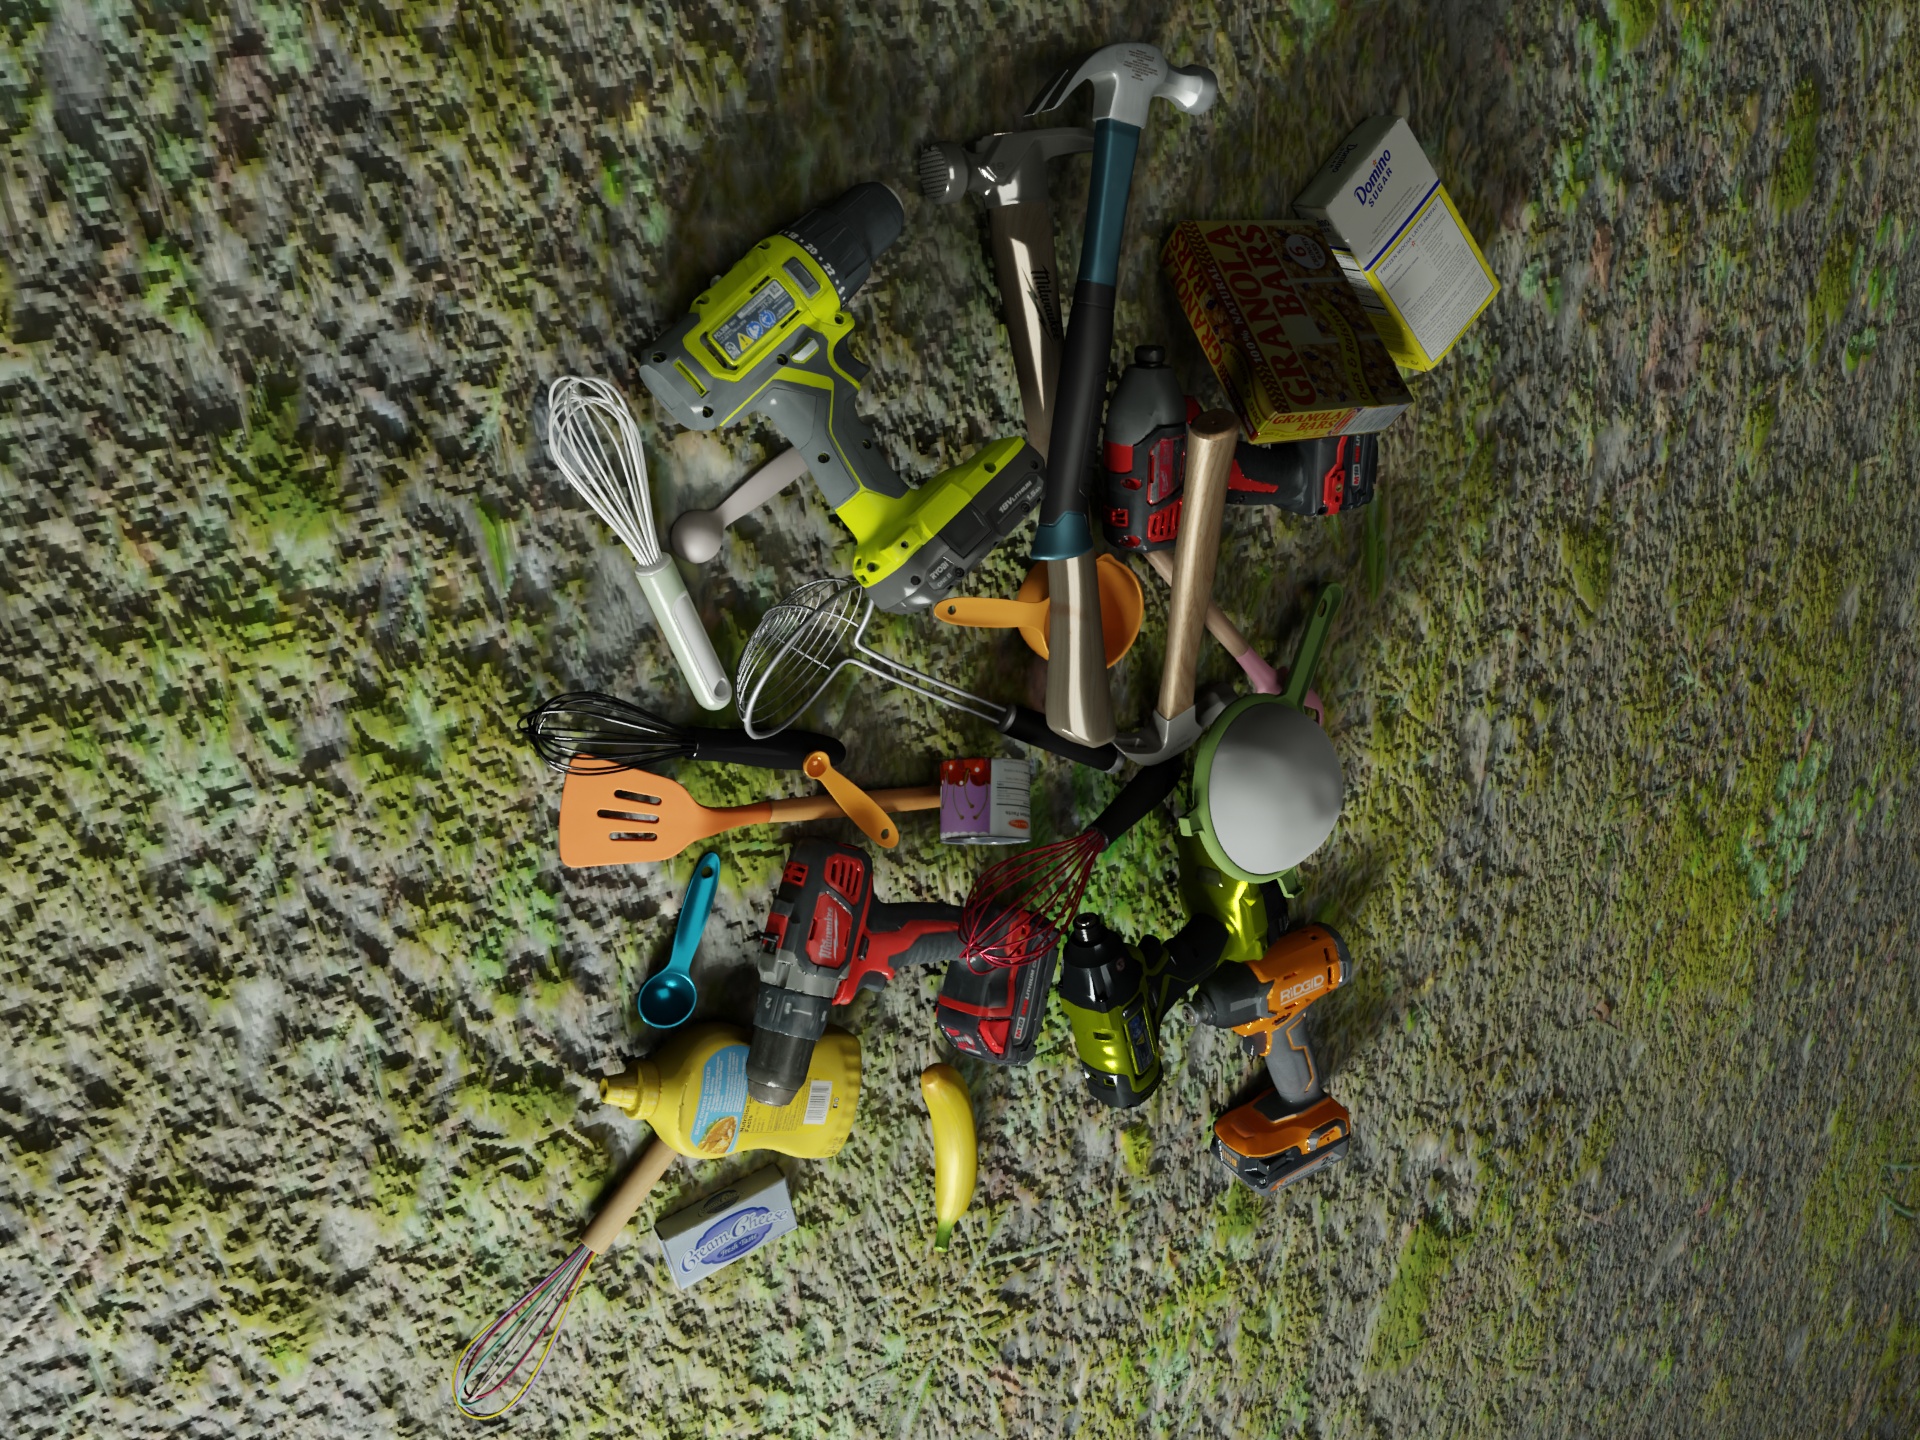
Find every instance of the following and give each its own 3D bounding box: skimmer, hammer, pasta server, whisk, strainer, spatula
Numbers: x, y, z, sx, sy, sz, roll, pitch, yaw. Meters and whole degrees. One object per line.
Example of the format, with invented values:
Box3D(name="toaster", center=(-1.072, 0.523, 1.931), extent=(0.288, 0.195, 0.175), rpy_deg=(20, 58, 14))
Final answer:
Box3D(name="skimmer", center=(-0.002, -0.004, 1.114), extent=(0.363, 0.090, 0.127), rpy_deg=(21, 111, -37))
Box3D(name="hammer", center=(0.162, -0.084, 1.140), extent=(0.130, 0.031, 0.331), rpy_deg=(-31, 146, -23))
Box3D(name="pasta server", center=(0.202, -0.074, 1.254), extent=(0.060, 0.040, 0.316), rpy_deg=(-50, 123, -4))
Box3D(name="hammer", center=(0.087, -0.267, 1.027), extent=(0.128, 0.033, 0.331), rpy_deg=(4, 98, -32))
Box3D(name="whisk", center=(-0.175, 0.013, 1.045), extent=(0.238, 0.055, 0.055), rpy_deg=(5, 107, -38))
Box3D(name="strainer", center=(0.272, 0.006, 1.244), extent=(0.151, 0.069, 0.256), rpy_deg=(31, 74, -35))
Box3D(name="whisk", center=(0.091, 0.098, 1.185), extent=(0.296, 0.073, 0.073), rpy_deg=(-37, 129, -44))
Box3D(name="whisk", center=(-0.283, 0.394, 1.145), extent=(0.245, 0.047, 0.051), rpy_deg=(-53, 139, -7))
Box3D(name="whisk", center=(-0.193, -0.104, 0.985), extent=(0.058, 0.059, 0.246), rpy_deg=(-53, 137, -37))
Box3D(name="hammer", center=(0.072, -0.183, 1.075), extent=(0.146, 0.038, 0.410), rpy_deg=(-17, 107, -26))
Box3D(name="spatula", center=(-0.118, 0.058, 1.114), extent=(0.322, 0.041, 0.081), rpy_deg=(-3, 112, -35))

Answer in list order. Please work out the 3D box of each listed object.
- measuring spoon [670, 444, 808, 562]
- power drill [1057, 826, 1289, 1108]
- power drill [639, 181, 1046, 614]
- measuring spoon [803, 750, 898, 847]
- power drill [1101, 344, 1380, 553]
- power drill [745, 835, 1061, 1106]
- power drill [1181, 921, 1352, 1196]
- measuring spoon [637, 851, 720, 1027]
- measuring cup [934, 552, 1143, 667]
Box3D(name="measuring spoon", center=(-0.132, -0.144, 1.021), extent=(0.124, 0.018, 0.034), rpy_deg=(-40, 125, -12))
Box3D(name="power drill", center=(0.165, 0.174, 1.259), extent=(0.223, 0.080, 0.171), rpy_deg=(-39, 127, -35))
Box3D(name="power drill", center=(-0.055, -0.198, 0.977), extent=(0.190, 0.080, 0.228), rpy_deg=(-45, 104, -14))
Box3D(name="measuring spoon", center=(-0.076, 0.056, 1.114), extent=(0.021, 0.011, 0.116), rpy_deg=(-51, 134, -11))
Box3D(name="power drill", center=(0.199, -0.206, 1.155), extent=(0.219, 0.079, 0.143), rpy_deg=(-12, 113, -28))
Box3D(name="power drill", center=(-0.048, 0.197, 1.156), extent=(0.226, 0.080, 0.188), rpy_deg=(20, 80, -34))
Box3D(name="power drill", center=(0.273, 0.306, 1.425), extent=(0.164, 0.084, 0.226), rpy_deg=(-17, 114, -24))
Box3D(name="measuring spoon", center=(-0.194, 0.151, 1.113), extent=(0.042, 0.021, 0.128), rpy_deg=(17, 91, -29))
Box3D(name="measuring cup", center=(0.047, -0.082, 1.138), extent=(0.173, 0.052, 0.095), rpy_deg=(1, 110, -30))
